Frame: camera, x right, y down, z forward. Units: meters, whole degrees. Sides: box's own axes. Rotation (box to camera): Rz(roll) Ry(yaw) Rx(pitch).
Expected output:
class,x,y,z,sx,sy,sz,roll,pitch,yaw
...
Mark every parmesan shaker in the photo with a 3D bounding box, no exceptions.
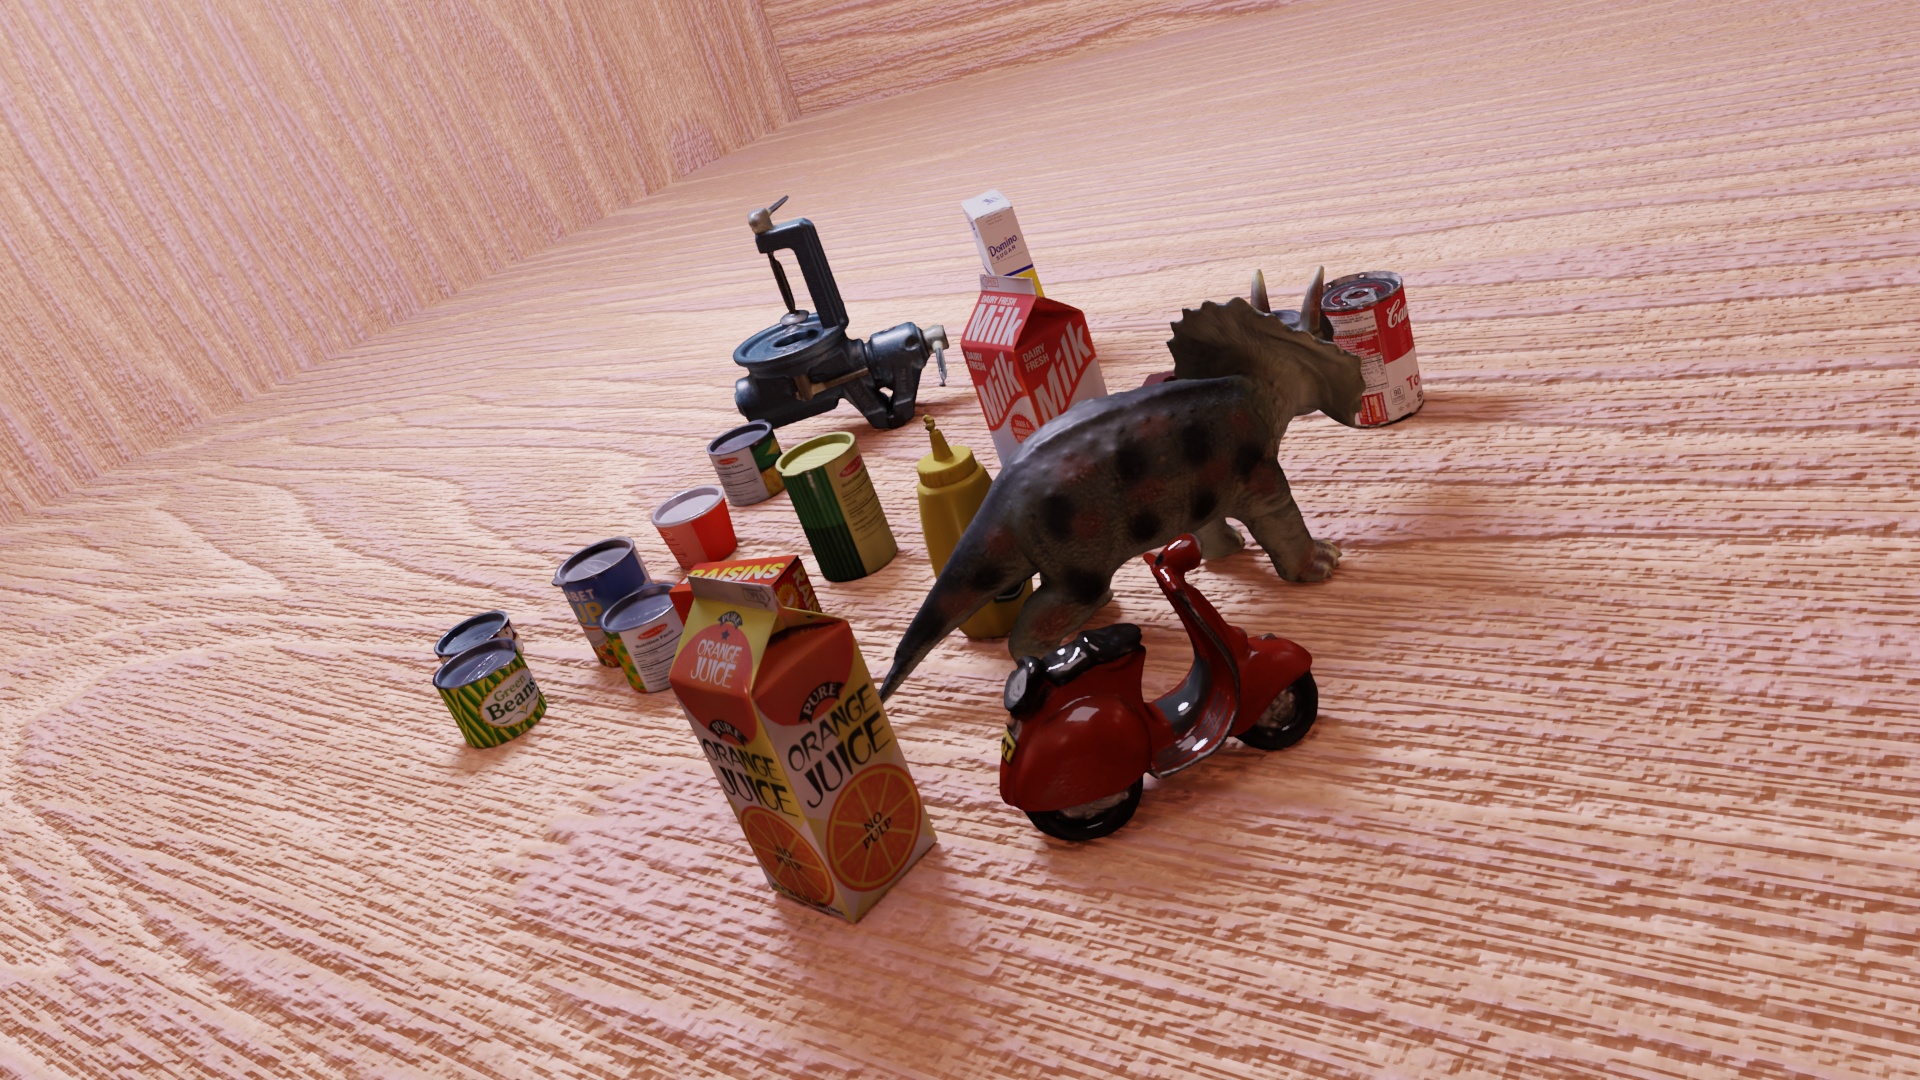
class,x,y,z,sx,sy,sz,roll,pitch,yaw
parmesan shaker,-0.100,-0.025,1.106,0.071,0.102,0.071,-16,25,8

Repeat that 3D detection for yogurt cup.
class,x,y,z,sx,sy,sz,roll,pitch,yaw
yogurt cup,-0.232,-0.010,1.229,0.072,0.053,0.073,-16,25,8

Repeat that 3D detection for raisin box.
class,x,y,z,sx,sy,sz,roll,pitch,yaw
raisin box,-0.125,0.072,0.904,0.086,0.123,0.040,-5,29,30

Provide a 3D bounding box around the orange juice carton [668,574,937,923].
class,x,y,z,sx,sy,sz,roll,pitch,yaw
orange juice carton,-0.088,0.101,0.738,0.072,0.192,0.073,6,35,44

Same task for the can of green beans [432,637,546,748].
class,x,y,z,sx,sy,sz,roll,pitch,yaw
can of green beans,-0.358,0.116,1.060,0.071,0.057,0.071,-16,25,8

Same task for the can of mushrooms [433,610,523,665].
class,x,y,z,sx,sy,sz,roll,pitch,yaw
can of mushrooms,-0.406,0.091,1.174,0.071,0.033,0.071,-16,25,8

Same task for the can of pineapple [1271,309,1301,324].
class,x,y,z,sx,sy,sz,roll,pitch,yaw
can of pineapple,0.259,-0.153,1.160,0.071,0.057,0.071,-16,25,8

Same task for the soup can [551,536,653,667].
class,x,y,z,sx,sy,sz,roll,pitch,yaw
soup can,-0.276,0.050,1.104,0.071,0.083,0.071,-16,25,8

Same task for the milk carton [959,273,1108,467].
class,x,y,z,sx,sy,sz,roll,pitch,yaw
milk carton,0.062,-0.115,1.069,0.074,0.189,0.072,-33,28,-25

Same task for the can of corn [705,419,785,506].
class,x,y,z,sx,sy,sz,roll,pitch,yaw
can of corn,-0.201,-0.075,1.332,0.071,0.058,0.071,-16,25,8

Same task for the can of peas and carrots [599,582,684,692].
class,x,y,z,sx,sy,sz,roll,pitch,yaw
can of peas and carrots,-0.232,0.073,1.057,0.071,0.058,0.071,-16,25,8

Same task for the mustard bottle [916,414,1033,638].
class,x,y,z,sx,sy,sz,roll,pitch,yaw
mustard bottle,0.003,-0.012,0.938,0.049,0.159,0.066,-1,31,35
